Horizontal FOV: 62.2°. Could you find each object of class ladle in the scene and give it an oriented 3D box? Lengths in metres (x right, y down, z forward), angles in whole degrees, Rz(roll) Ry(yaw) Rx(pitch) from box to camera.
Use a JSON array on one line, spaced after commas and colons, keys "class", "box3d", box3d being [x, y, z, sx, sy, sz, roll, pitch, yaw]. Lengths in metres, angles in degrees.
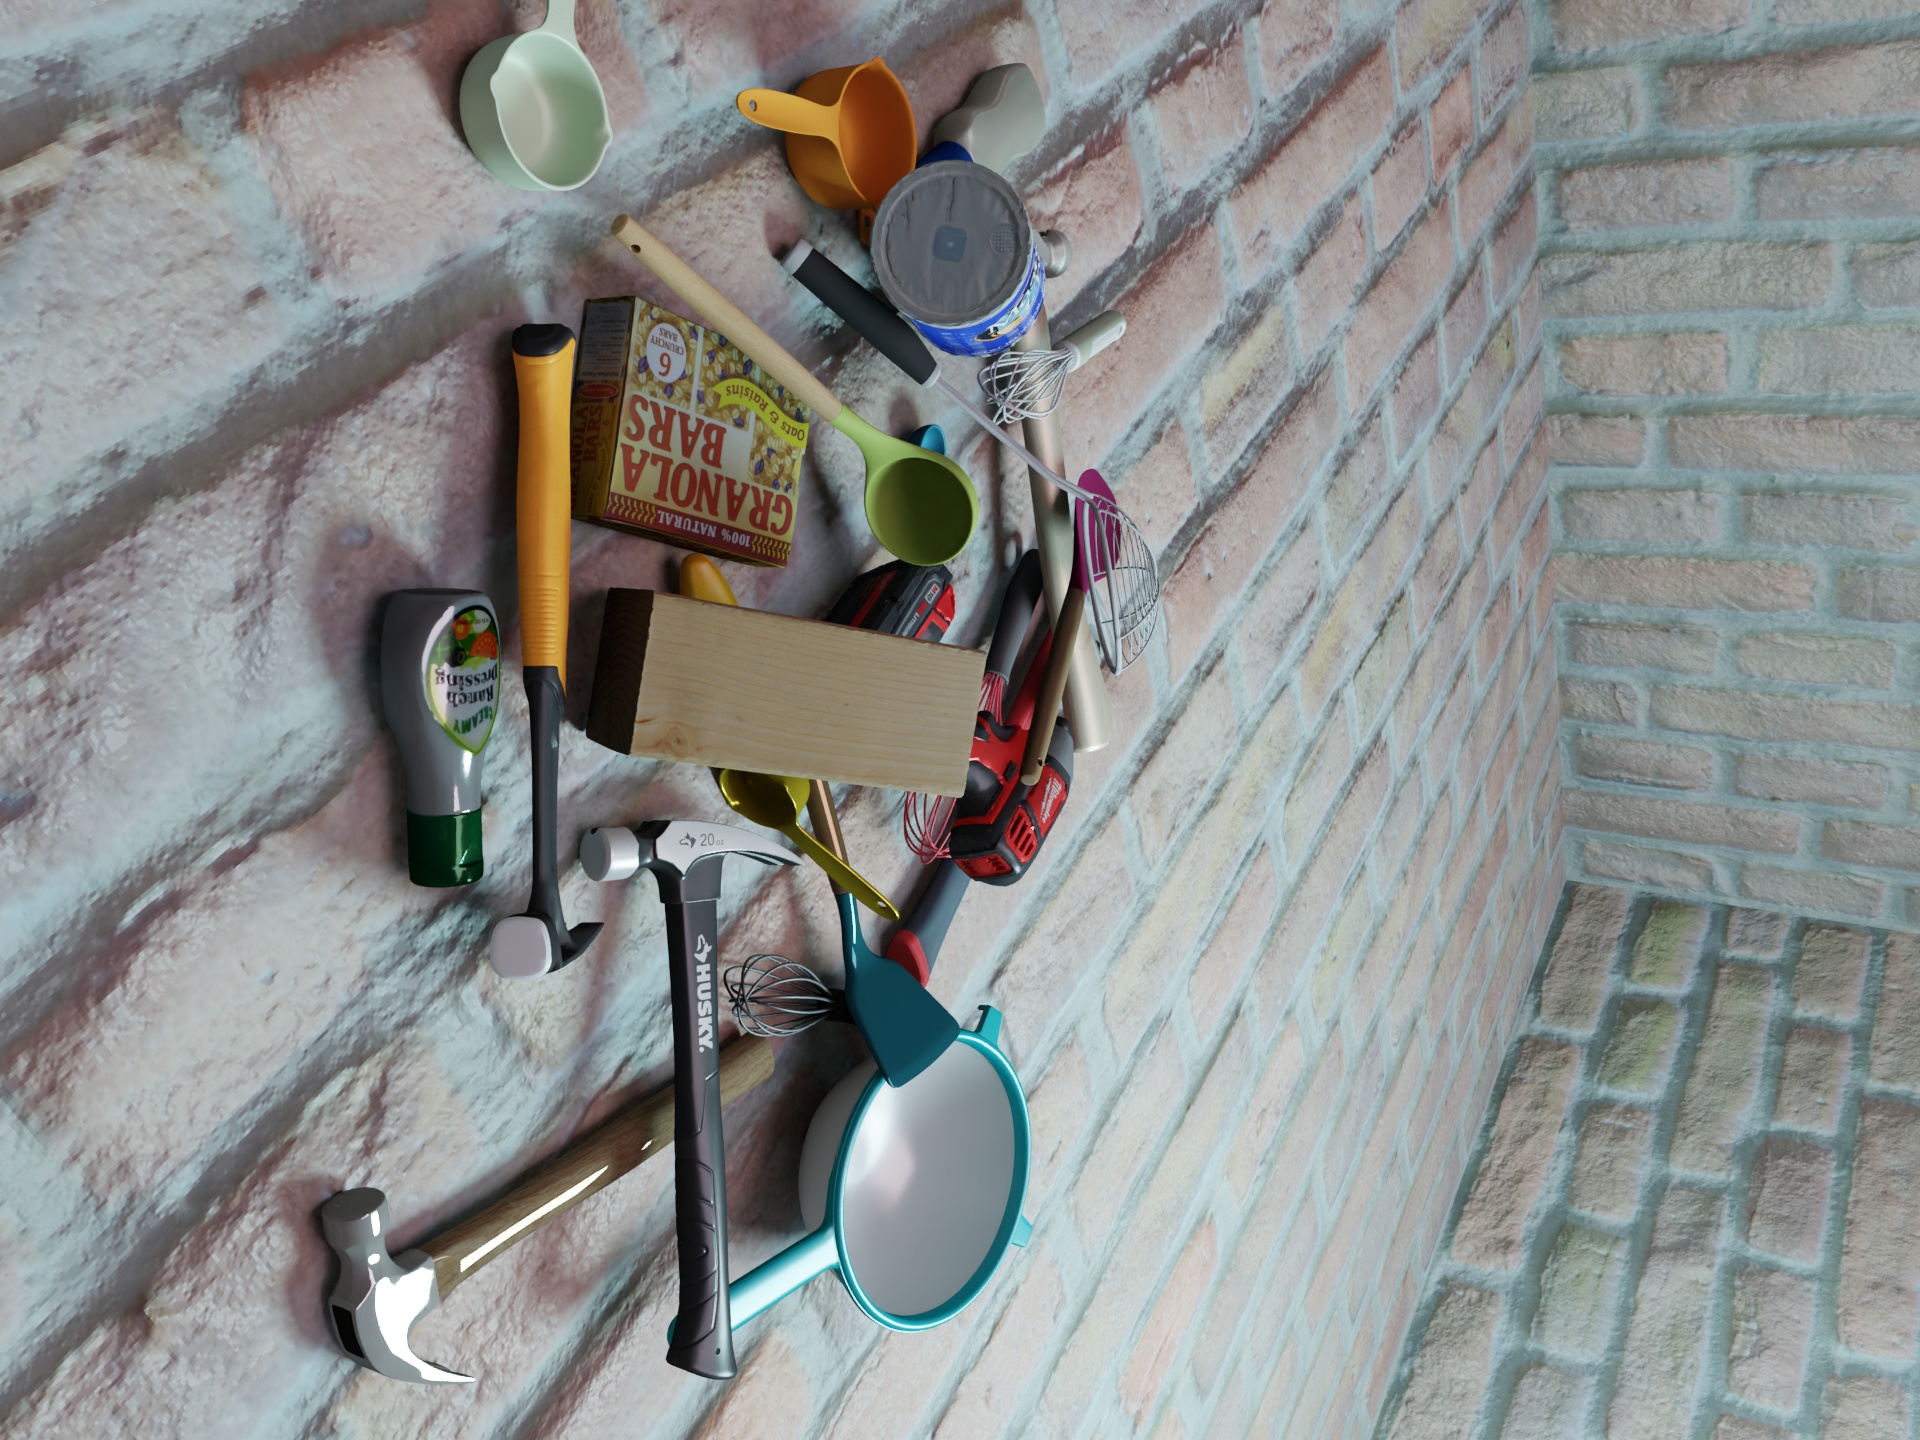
[{"class": "ladle", "box3d": [-0.092, -0.189, 0.947, 0.319, 0.078, 0.062, 35, 46, -48]}]

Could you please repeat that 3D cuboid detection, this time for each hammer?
[{"class": "hammer", "box3d": [0.038, 0.051, 1.296, 0.386, 0.038, 0.143, -64, 145, -27]}, {"class": "hammer", "box3d": [-0.154, 0.226, 0.956, 0.146, 0.035, 0.335, 0, 87, -47]}, {"class": "hammer", "box3d": [0.065, -0.173, 1.244, 0.146, 0.038, 0.410, -26, 110, -55]}, {"class": "hammer", "box3d": [-0.218, -0.039, 0.842, 0.127, 0.034, 0.337, 166, -76, -88]}, {"class": "hammer", "box3d": [-0.220, 0.266, 0.929, 0.331, 0.031, 0.130, -25, 116, -54]}]

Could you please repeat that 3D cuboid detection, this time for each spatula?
[{"class": "spatula", "box3d": [-0.076, 0.090, 1.073, 0.082, 0.044, 0.317, -31, 112, -47]}]

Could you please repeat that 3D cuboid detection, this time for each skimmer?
[{"class": "skimmer", "box3d": [0.006, -0.172, 1.078, 0.363, 0.090, 0.127, 38, 17, -20]}]

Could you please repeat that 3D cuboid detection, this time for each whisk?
[{"class": "whisk", "box3d": [0.076, -0.269, 1.187, 0.246, 0.059, 0.057, -46, 165, -54]}, {"class": "whisk", "box3d": [-0.093, 0.197, 1.113, 0.238, 0.055, 0.055, 28, 72, -62]}, {"class": "whisk", "box3d": [0.021, -0.017, 1.236, 0.073, 0.073, 0.296, 56, 44, -47]}]

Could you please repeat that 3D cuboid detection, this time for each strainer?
[{"class": "strainer", "box3d": [-0.089, 0.338, 1.107, 0.340, 0.095, 0.211, -19, 105, -46]}]

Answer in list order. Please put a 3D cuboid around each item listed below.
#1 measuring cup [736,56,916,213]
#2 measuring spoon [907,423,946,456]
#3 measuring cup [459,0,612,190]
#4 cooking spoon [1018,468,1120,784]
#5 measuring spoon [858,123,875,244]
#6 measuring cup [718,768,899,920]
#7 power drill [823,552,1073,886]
[{"class": "measuring cup", "box3d": [-0.096, -0.366, 0.984, 0.173, 0.052, 0.095, -14, 108, -55]}, {"class": "measuring spoon", "box3d": [-0.016, -0.175, 1.190, 0.042, 0.021, 0.128, -69, 155, -21]}, {"class": "measuring cup", "box3d": [-0.216, -0.353, 0.807, 0.083, 0.038, 0.167, 1, 94, -58]}, {"class": "cooking spoon", "box3d": [0.080, -0.076, 1.177, 0.068, 0.017, 0.319, 50, 39, -33]}, {"class": "measuring spoon", "box3d": [-0.063, -0.383, 1.076, 0.021, 0.011, 0.117, -13, 110, -56]}, {"class": "measuring cup", "box3d": [-0.090, 0.073, 1.032, 0.156, 0.062, 0.029, 45, 50, -20]}, {"class": "power drill", "box3d": [-0.002, -0.004, 1.115, 0.219, 0.078, 0.143, 50, 52, -24]}]
